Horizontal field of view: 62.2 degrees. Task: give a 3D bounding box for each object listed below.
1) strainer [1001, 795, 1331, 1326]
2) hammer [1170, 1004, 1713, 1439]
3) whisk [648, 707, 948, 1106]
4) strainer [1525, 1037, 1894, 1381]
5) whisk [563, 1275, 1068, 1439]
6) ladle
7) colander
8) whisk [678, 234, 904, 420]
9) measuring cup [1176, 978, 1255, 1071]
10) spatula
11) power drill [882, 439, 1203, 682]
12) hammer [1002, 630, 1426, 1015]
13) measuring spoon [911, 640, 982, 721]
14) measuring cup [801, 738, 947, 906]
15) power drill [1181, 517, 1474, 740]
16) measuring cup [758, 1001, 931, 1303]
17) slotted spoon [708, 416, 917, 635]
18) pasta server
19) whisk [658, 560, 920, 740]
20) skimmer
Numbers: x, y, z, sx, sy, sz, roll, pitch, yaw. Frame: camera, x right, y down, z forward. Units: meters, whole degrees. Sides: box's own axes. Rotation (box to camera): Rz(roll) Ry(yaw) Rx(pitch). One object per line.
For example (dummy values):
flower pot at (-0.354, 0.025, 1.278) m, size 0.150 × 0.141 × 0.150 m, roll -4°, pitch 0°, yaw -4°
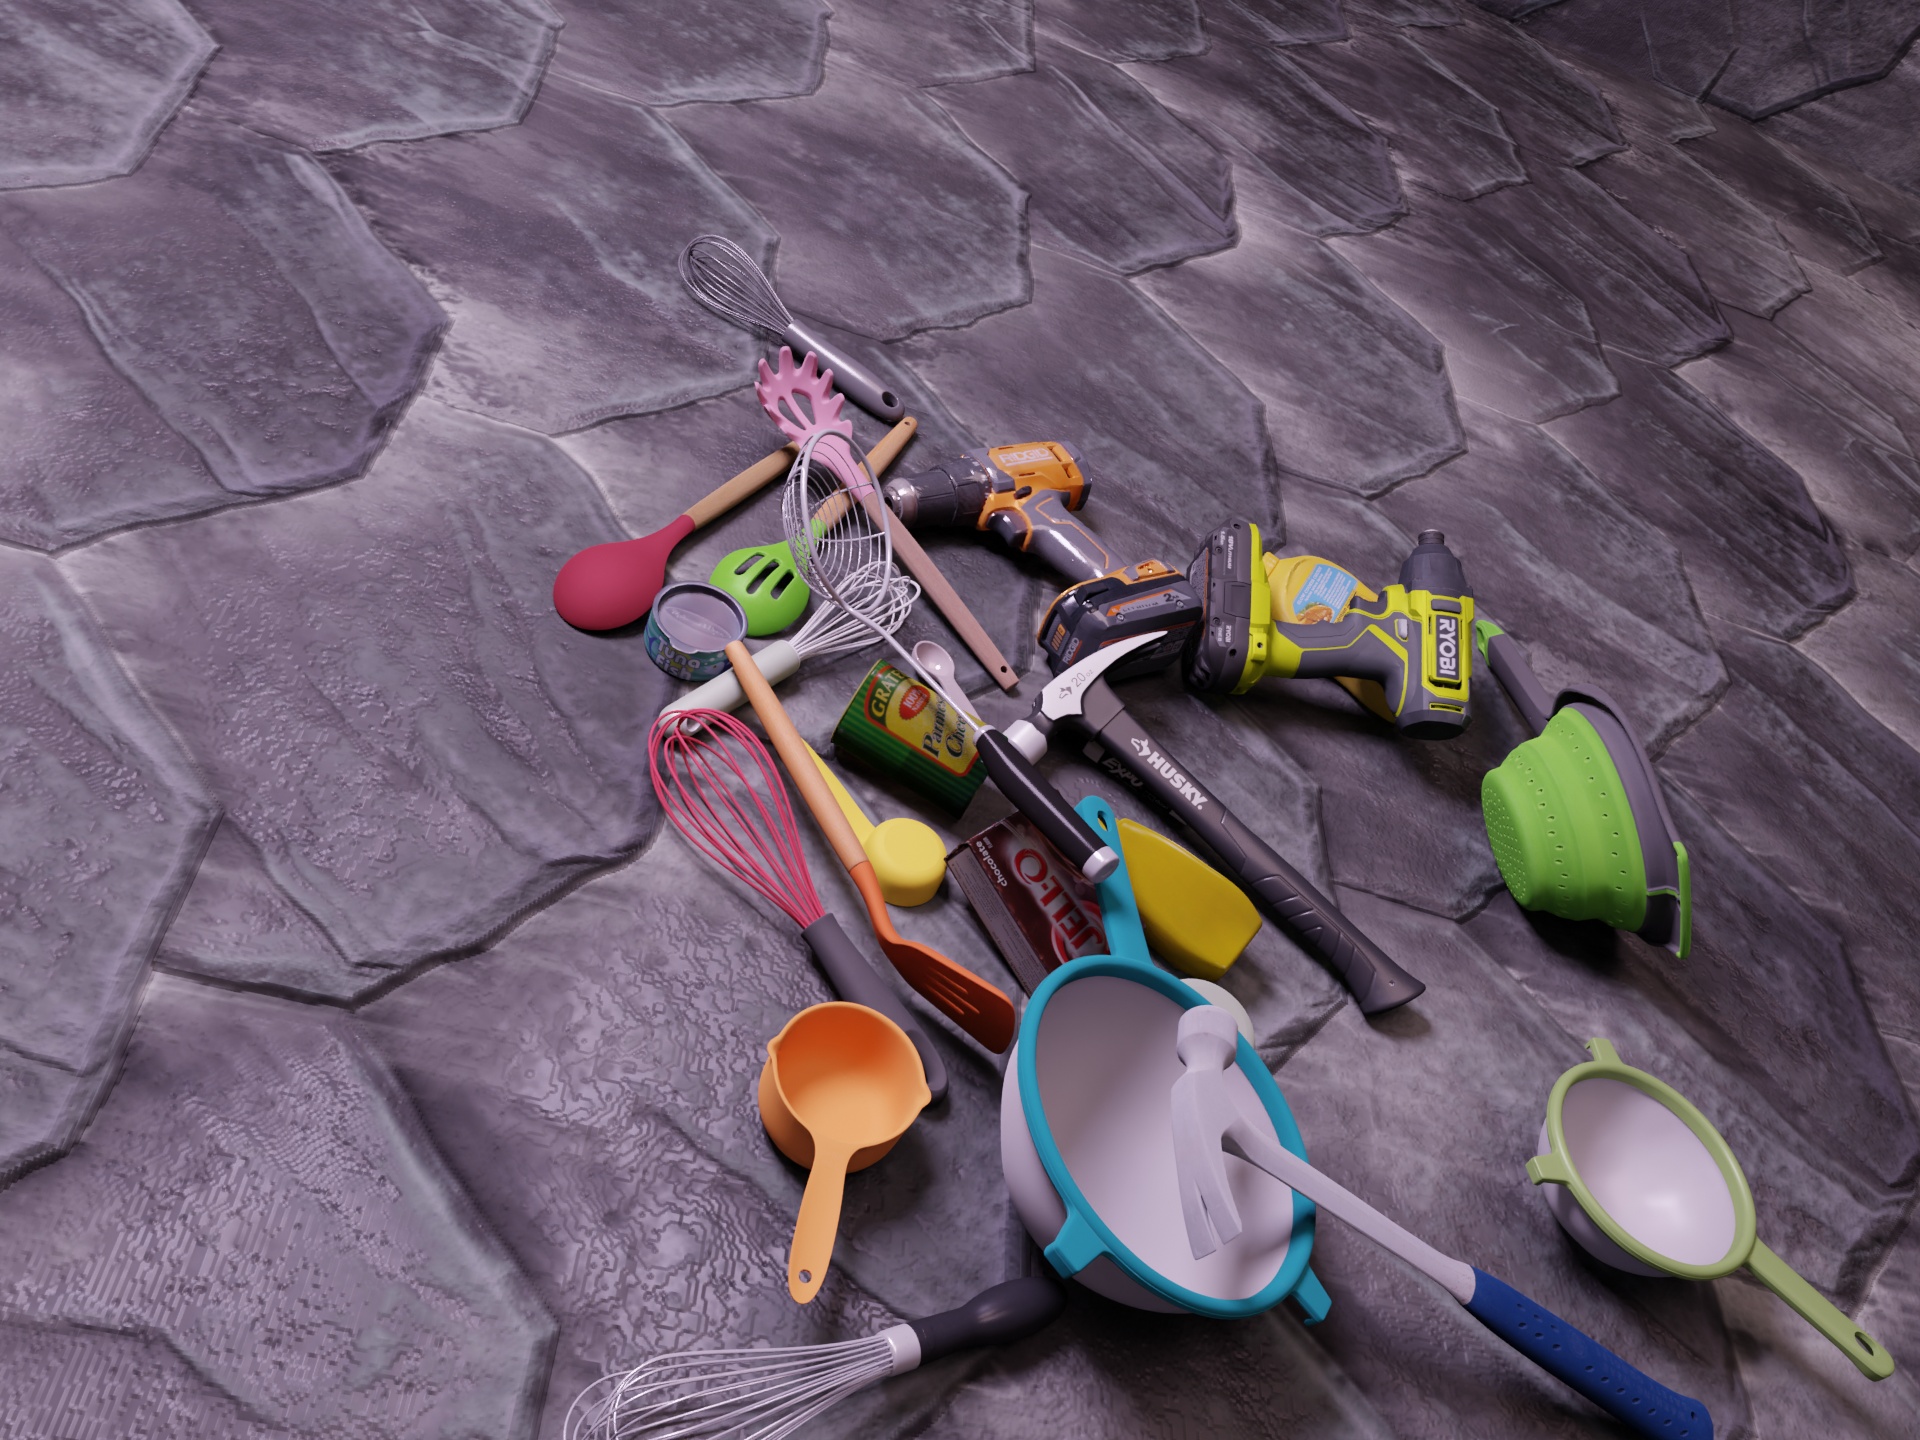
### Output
strainer at (0.085, 0.199, 0.939) m, size 0.210 × 0.095 × 0.341 m, roll 22°, pitch 39°, yaw -30°
hammer at (0.276, 0.319, 0.898) m, size 0.405 × 0.035 × 0.144 m, roll 35°, pitch 35°, yaw -14°
whisk at (-0.097, 0.108, 0.964) m, size 0.073 × 0.073 × 0.296 m, roll -24°, pitch 71°, yaw -40°
strainer at (0.472, 0.338, 1.028) m, size 0.256 × 0.069 × 0.151 m, roll 41°, pitch 43°, yaw 11°
whisk at (-0.058, 0.323, 0.790) m, size 0.284 × 0.070 × 0.070 m, roll -4°, pitch 53°, yaw -35°
ladle at (-0.186, -0.155, 1.177) m, size 0.069 × 0.031 × 0.315 m, roll 32°, pitch 42°, yaw 11°
colander at (0.451, 0.037, 1.272) m, size 0.094 × 0.204 × 0.397 m, roll -15°, pitch 33°, yaw 5°
whisk at (-0.141, -0.331, 1.346) m, size 0.239 × 0.055 × 0.055 m, roll 39°, pitch 45°, yaw 4°
measuring cup at (0.174, 0.234, 0.993) m, size 0.083 × 0.038 × 0.168 m, roll -13°, pitch 56°, yaw -35°
spatula at (-0.065, 0.069, 0.989) m, size 0.041 × 0.081 × 0.323 m, roll -23°, pitch 62°, yaw -19°
power drill at (0.059, -0.130, 1.241) m, size 0.185 × 0.084 × 0.226 m, roll -14°, pitch 54°, yaw -32°
hammer at (0.194, 0.080, 1.125) m, size 0.335 × 0.035 × 0.146 m, roll 44°, pitch 70°, yaw 9°
measuring spoon at (-0.002, -0.004, 1.143) m, size 0.034 × 0.018 × 0.124 m, roll -7°, pitch 60°, yaw -47°
measuring cup at (-0.068, 0.054, 1.041) m, size 0.157 × 0.029 × 0.062 m, roll 47°, pitch 47°, yaw 15°
power drill at (0.295, -0.083, 1.263) m, size 0.223 × 0.080 × 0.171 m, roll 8°, pitch 71°, yaw -7°
measuring cup at (-0.075, 0.238, 0.858) m, size 0.095 × 0.052 × 0.174 m, roll 20°, pitch 47°, yaw -9°
slotted spoon at (-0.100, -0.163, 1.227) m, size 0.070 × 0.031 × 0.314 m, roll 31°, pitch 43°, yaw 2°
pasta server at (-0.053, -0.151, 1.203) m, size 0.060 × 0.040 × 0.316 m, roll -33°, pitch 78°, yaw -17°
whisk at (-0.116, -0.049, 1.107) m, size 0.059 × 0.057 × 0.246 m, roll 15°, pitch 36°, yaw 37°
skimmer at (-0.001, -0.049, 1.028) m, size 0.364 × 0.090 × 0.127 m, roll 47°, pitch 8°, yaw 28°
